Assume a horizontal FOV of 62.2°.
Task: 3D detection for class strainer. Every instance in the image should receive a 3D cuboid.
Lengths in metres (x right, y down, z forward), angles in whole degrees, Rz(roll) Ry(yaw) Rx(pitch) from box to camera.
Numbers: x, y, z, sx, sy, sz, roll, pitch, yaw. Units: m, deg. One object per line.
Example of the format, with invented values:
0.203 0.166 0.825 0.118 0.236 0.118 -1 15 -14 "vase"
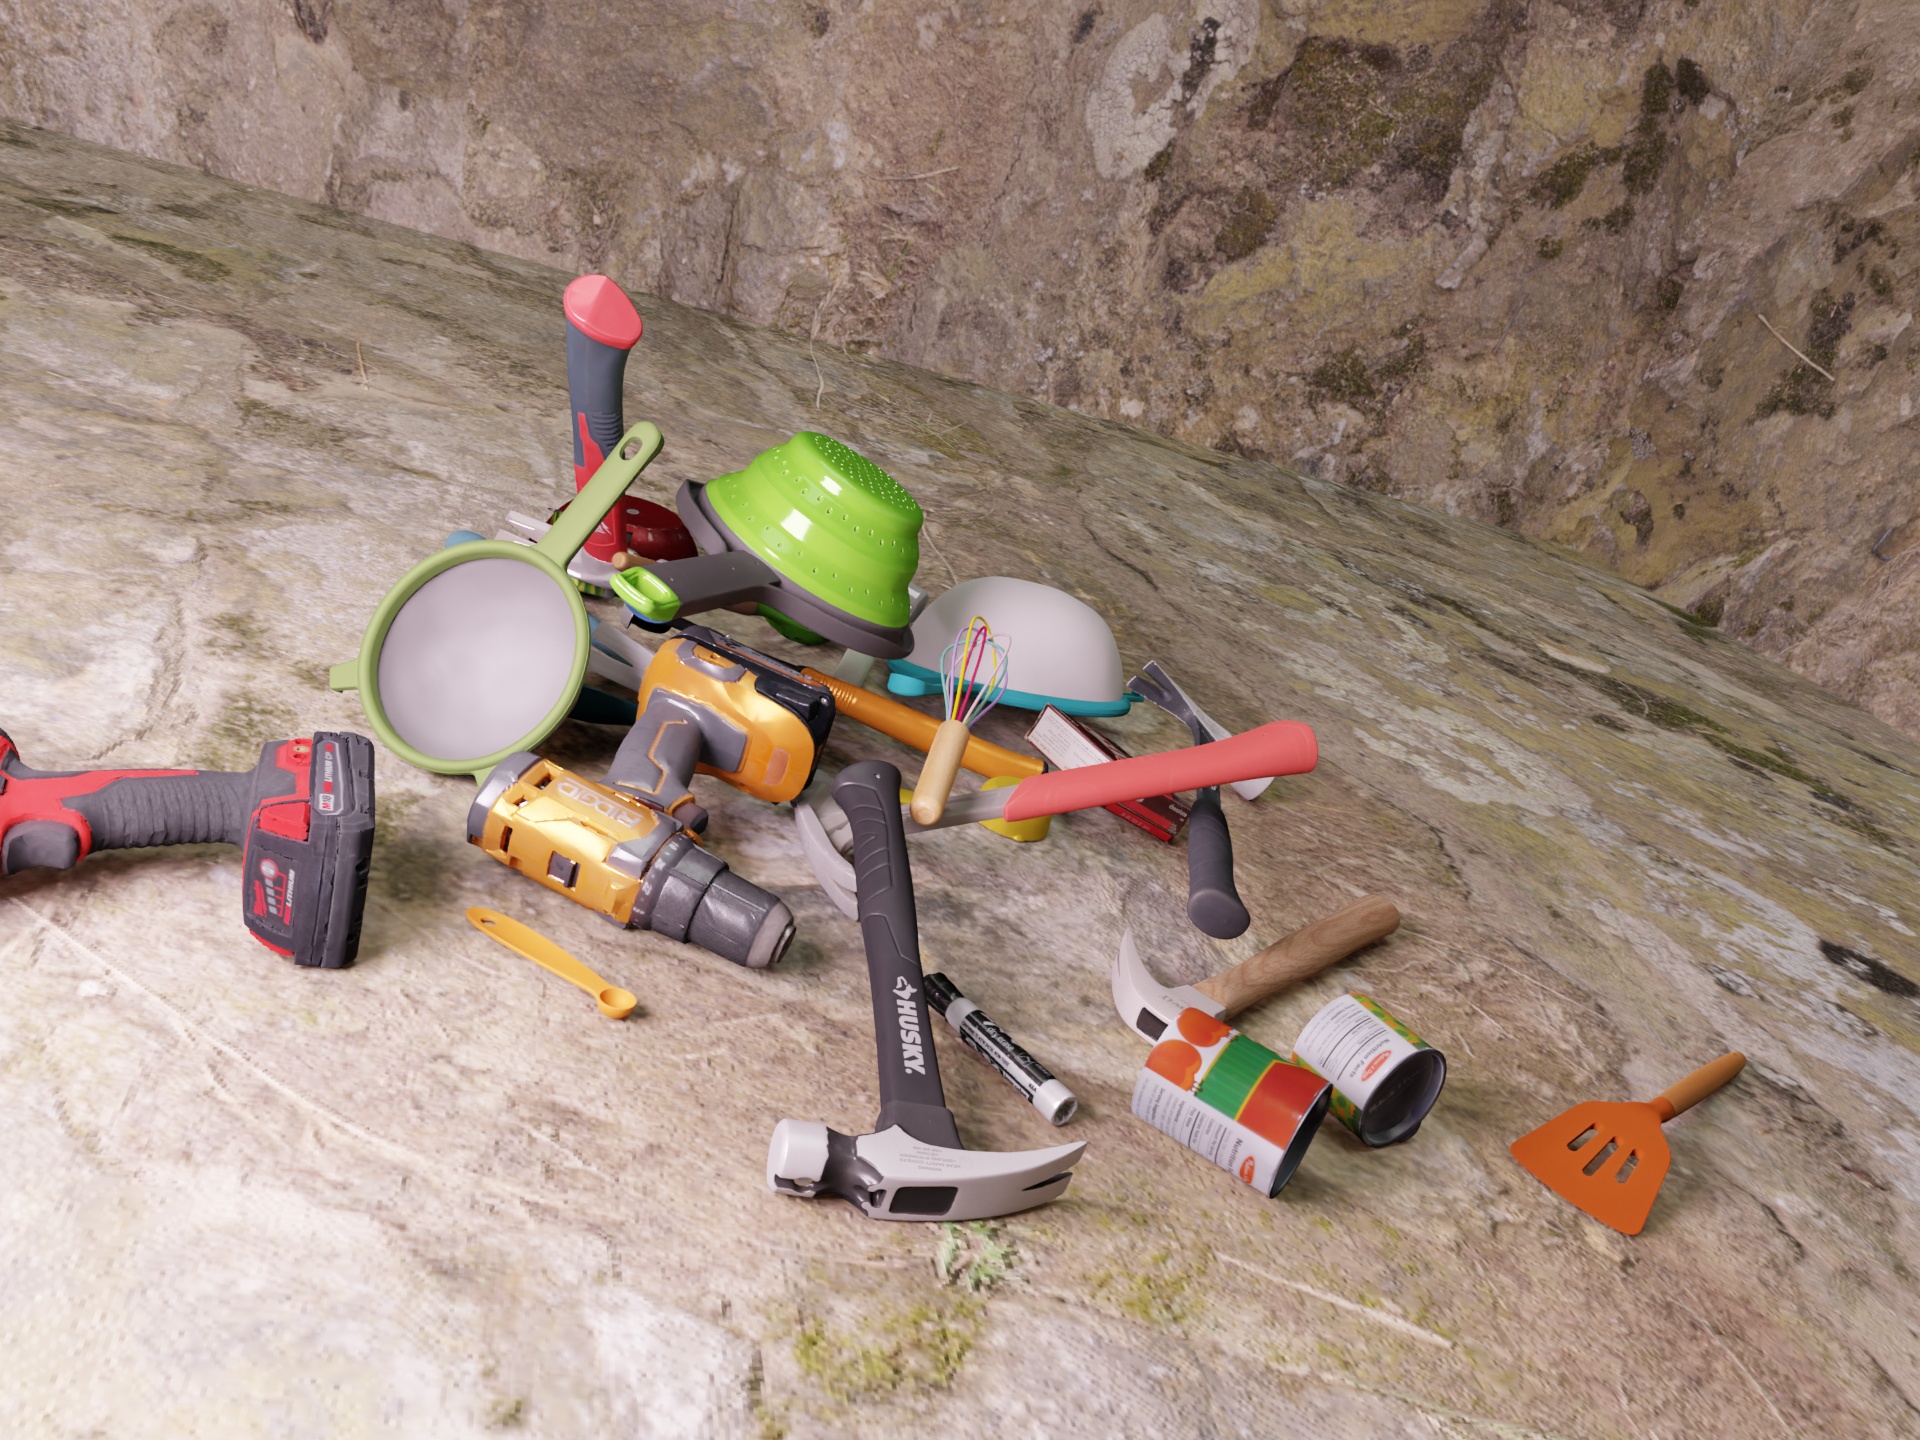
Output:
-0.261 -0.074 1.000 0.151 0.256 0.069 32 -10 18 "strainer"
0.025 -0.068 1.287 0.211 0.095 0.340 14 8 20 "strainer"

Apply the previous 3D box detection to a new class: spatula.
0.451 0.251 1.017 0.081 0.041 0.322 33 21 35 "spatula"
-0.316 -0.057 1.132 0.318 0.044 0.082 34 5 41 "spatula"

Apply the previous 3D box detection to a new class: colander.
-0.115 -0.128 1.067 0.204 0.094 0.397 39 17 6 "colander"

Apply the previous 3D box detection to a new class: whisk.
-0.082 -0.058 1.344 0.058 0.059 0.246 -17 19 14 "whisk"
-0.003 -0.005 1.071 0.051 0.047 0.245 15 31 3 "whisk"

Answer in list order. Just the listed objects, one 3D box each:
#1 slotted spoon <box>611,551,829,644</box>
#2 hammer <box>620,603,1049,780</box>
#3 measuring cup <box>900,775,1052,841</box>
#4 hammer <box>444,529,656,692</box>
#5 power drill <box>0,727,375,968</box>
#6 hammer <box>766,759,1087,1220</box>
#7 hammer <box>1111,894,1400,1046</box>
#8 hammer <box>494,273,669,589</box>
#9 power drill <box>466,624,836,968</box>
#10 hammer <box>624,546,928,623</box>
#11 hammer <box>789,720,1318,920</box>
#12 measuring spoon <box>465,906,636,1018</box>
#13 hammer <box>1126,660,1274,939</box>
-0.182 -0.095 1.260 0.070 0.031 0.313 23 3 23 "slotted spoon"
-0.089 -0.020 1.173 0.337 0.034 0.127 24 0 -6 "hammer"
-0.006 0.051 1.135 0.156 0.029 0.062 14 20 -17 "measuring cup"
-0.289 -0.076 1.190 0.331 0.033 0.128 29 0 38 "hammer"
-0.391 0.054 0.735 0.219 0.078 0.143 6 23 -23 "power drill"
-0.030 0.124 0.842 0.146 0.035 0.335 12 30 -15 "hammer"
0.209 0.158 1.038 0.130 0.031 0.331 30 23 29 "hammer"
-0.261 -0.185 1.087 0.143 0.038 0.386 21 -22 -3 "hammer"
-0.149 0.045 0.930 0.185 0.084 0.226 26 32 7 "power drill"
-0.146 -0.108 1.198 0.144 0.035 0.405 32 15 10 "hammer"
0.074 0.050 1.044 0.359 0.036 0.149 -9 27 -16 "hammer"
-0.210 0.123 0.805 0.117 0.011 0.021 24 20 27 "measuring spoon"
0.179 0.059 1.164 0.149 0.036 0.409 43 17 -6 "hammer"
